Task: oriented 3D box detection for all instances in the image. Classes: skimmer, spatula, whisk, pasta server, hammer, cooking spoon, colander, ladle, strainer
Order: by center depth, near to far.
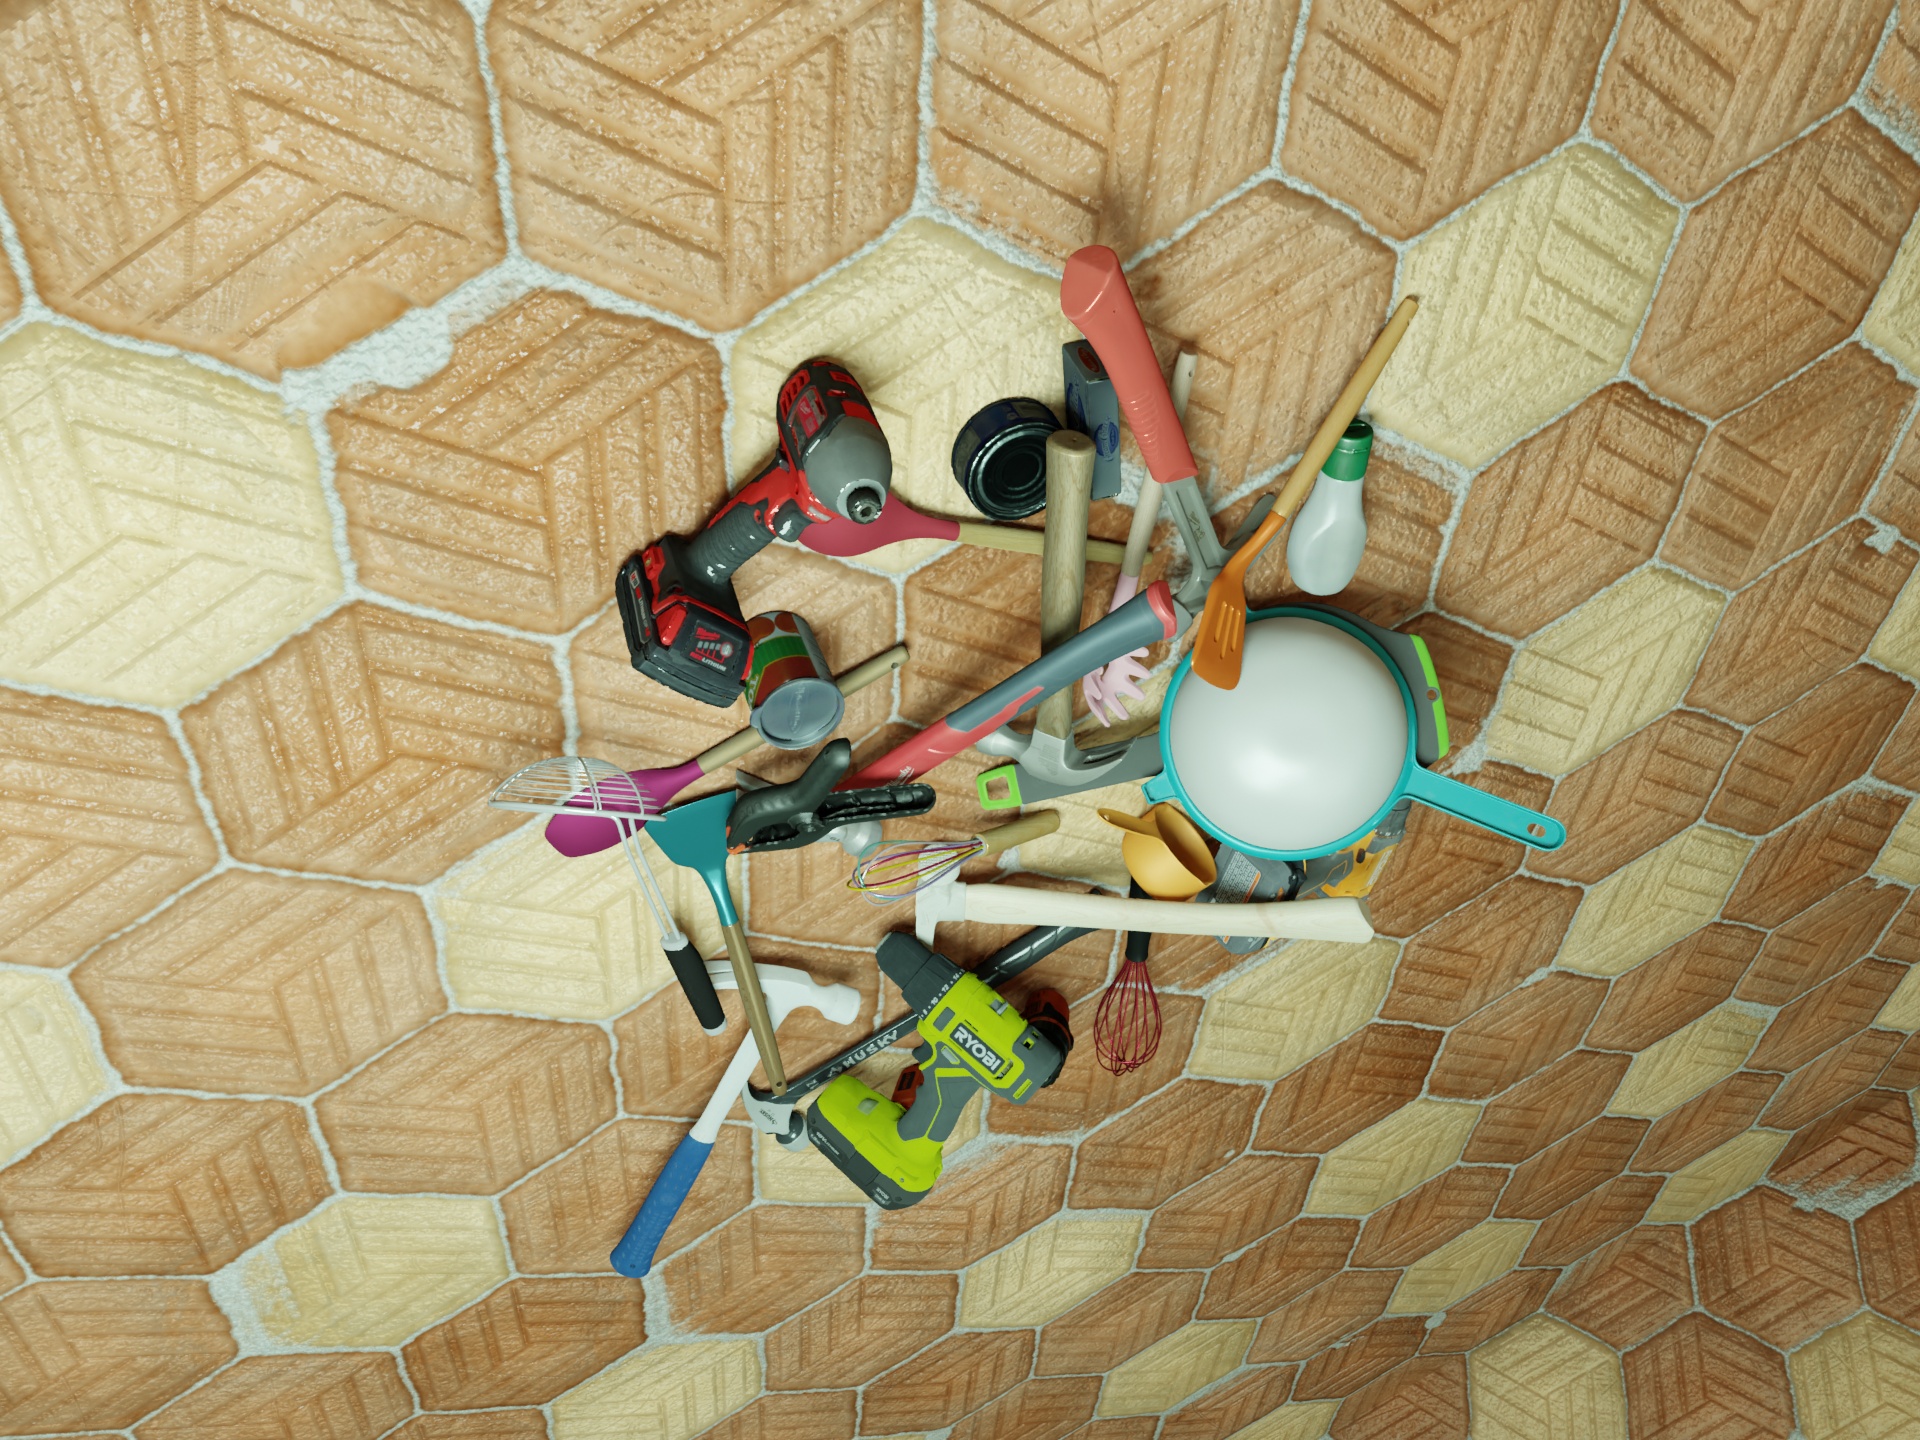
[{"bbox_3d":[0.150,-0.202,1.125,0.149,0.037,0.358,-48,144,-9],"label":"hammer"},{"bbox_3d":[0.017,-0.138,1.188,0.315,0.031,0.069,3,127,-31],"label":"ladle"},{"bbox_3d":[0.078,-0.074,1.205,0.031,0.130,0.331,-54,155,-40],"label":"hammer"},{"bbox_3d":[-0.002,-0.004,1.206,0.386,0.038,0.143,-32,138,33],"label":"hammer"},{"bbox_3d":[0.263,-0.174,1.212,0.081,0.041,0.322,21,103,-54],"label":"spatula"},{"bbox_3d":[0.142,-0.134,1.223,0.060,0.040,0.316,-21,137,-37],"label":"pasta server"},{"bbox_3d":[-0.180,0.023,1.242,0.319,0.017,0.068,-29,137,2],"label":"cooking spoon"},{"bbox_3d":[-0.254,0.157,1.246,0.127,0.090,0.362,3,135,18],"label":"skimmer"},{"bbox_3d":[0.325,0.032,1.274,0.095,0.340,0.211,25,87,-81],"label":"strainer"},{"bbox_3d":[-0.188,0.197,1.345,0.082,0.044,0.317,-19,116,-13],"label":"spatula"},{"bbox_3d":[-0.002,0.110,1.356,0.245,0.051,0.047,-14,164,-44],"label":"whisk"},{"bbox_3d":[0.212,0.022,1.385,0.397,0.204,0.094,-12,175,6],"label":"colander"},{"bbox_3d":[0.164,0.182,1.443,0.410,0.038,0.146,3,136,0],"label":"hammer"},{"bbox_3d":[-0.243,0.380,1.490,0.144,0.035,0.405,21,117,-19],"label":"hammer"},{"bbox_3d":[-0.033,0.280,1.545,0.409,0.036,0.149,-32,136,3],"label":"hammer"},{"bbox_3d":[0.177,0.251,1.611,0.073,0.073,0.295,-11,127,-18],"label":"whisk"}]

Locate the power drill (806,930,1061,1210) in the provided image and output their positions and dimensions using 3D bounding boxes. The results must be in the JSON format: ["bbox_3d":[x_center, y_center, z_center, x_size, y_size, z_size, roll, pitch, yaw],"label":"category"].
[{"bbox_3d":[-0.042,0.319,1.457,0.228,0.190,0.080,-54,171,25],"label":"power drill"}]

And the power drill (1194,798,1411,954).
[{"bbox_3d":[0.348,0.123,1.538,0.226,0.084,0.185,-14,137,-36],"label":"power drill"}]

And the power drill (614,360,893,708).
[{"bbox_3d":[-0.129,-0.120,1.047,0.078,0.143,0.219,27,117,-38],"label":"power drill"}]

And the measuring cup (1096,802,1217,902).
[{"bbox_3d":[0.162,0.117,1.447,0.052,0.095,0.173,-41,140,26],"label":"measuring cup"}]
